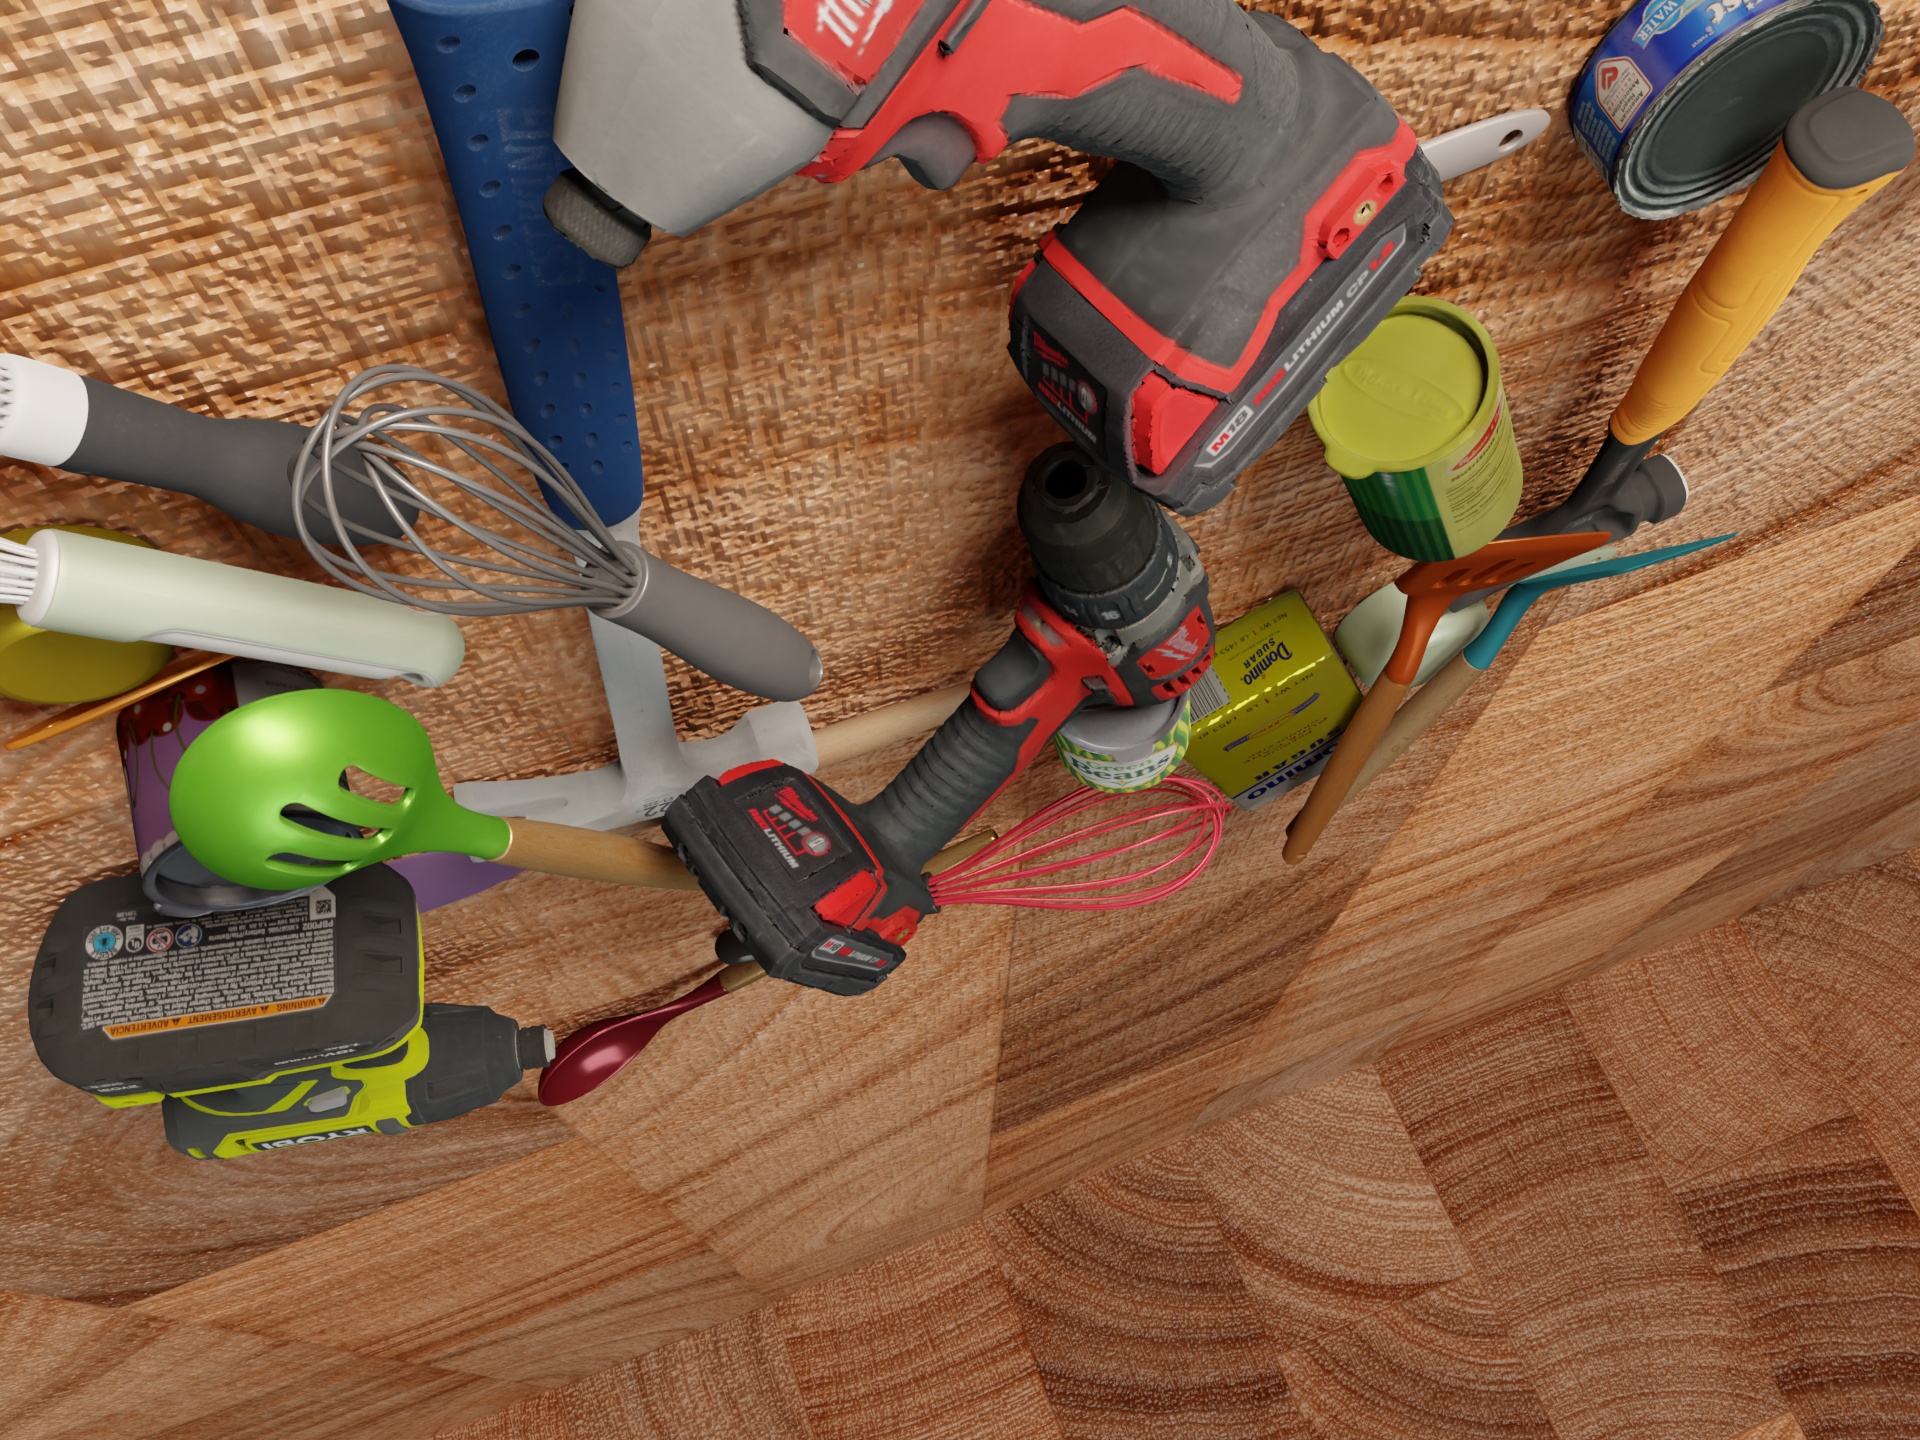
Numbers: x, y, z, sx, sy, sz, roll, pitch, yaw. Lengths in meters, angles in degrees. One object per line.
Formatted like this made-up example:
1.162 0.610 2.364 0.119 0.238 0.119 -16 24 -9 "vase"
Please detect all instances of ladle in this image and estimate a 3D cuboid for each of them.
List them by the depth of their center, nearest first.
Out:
-0.115 0.141 0.924 0.315 0.031 0.069 -29 159 10 "ladle"

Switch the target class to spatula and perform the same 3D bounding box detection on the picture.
-0.140 0.039 0.691 0.316 0.018 0.059 -19 156 -7 "spatula"
0.212 -0.002 0.791 0.081 0.041 0.322 -6 147 -11 "spatula"
0.255 -0.008 0.816 0.082 0.044 0.317 -17 156 -32 "spatula"

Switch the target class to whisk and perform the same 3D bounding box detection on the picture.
-0.228 -0.074 0.332 0.070 0.070 0.284 -33 160 22 "whisk"
-0.232 -0.035 0.385 0.058 0.059 0.246 -1 172 42 "whisk"
-0.096 -0.036 0.446 0.055 0.055 0.238 -29 160 14 "whisk"
0.004 0.089 0.865 0.296 0.073 0.073 -16 158 9 "whisk"

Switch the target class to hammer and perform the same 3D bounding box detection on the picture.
-0.115 -0.057 0.486 0.144 0.035 0.405 -17 156 -13 "hammer"
0.274 -0.130 0.631 0.127 0.034 0.336 -23 164 0 "hammer"

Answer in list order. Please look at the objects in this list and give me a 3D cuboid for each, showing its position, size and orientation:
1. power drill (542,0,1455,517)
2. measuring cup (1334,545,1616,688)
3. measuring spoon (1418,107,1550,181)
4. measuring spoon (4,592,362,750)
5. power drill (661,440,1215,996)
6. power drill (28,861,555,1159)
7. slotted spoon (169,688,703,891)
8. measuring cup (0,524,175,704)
0.014 -0.132 0.363 0.143 0.079 0.219 -49 146 16 "power drill"
0.280 -0.057 0.838 0.167 0.038 0.083 -16 156 -11 "measuring cup"
0.133 -0.164 0.502 0.124 0.018 0.034 -23 157 -2 "measuring spoon"
-0.235 -0.012 0.487 0.117 0.011 0.021 -23 -159 -3 "measuring spoon"
-0.001 -0.002 0.605 0.226 0.080 0.187 -41 159 2 "power drill"
-0.273 0.132 0.679 0.171 0.080 0.223 -7 157 -9 "power drill"
-0.152 0.043 0.572 0.070 0.031 0.313 -49 160 4 "slotted spoon"
-0.285 -0.001 0.457 0.156 0.029 0.062 -34 155 20 "measuring cup"
